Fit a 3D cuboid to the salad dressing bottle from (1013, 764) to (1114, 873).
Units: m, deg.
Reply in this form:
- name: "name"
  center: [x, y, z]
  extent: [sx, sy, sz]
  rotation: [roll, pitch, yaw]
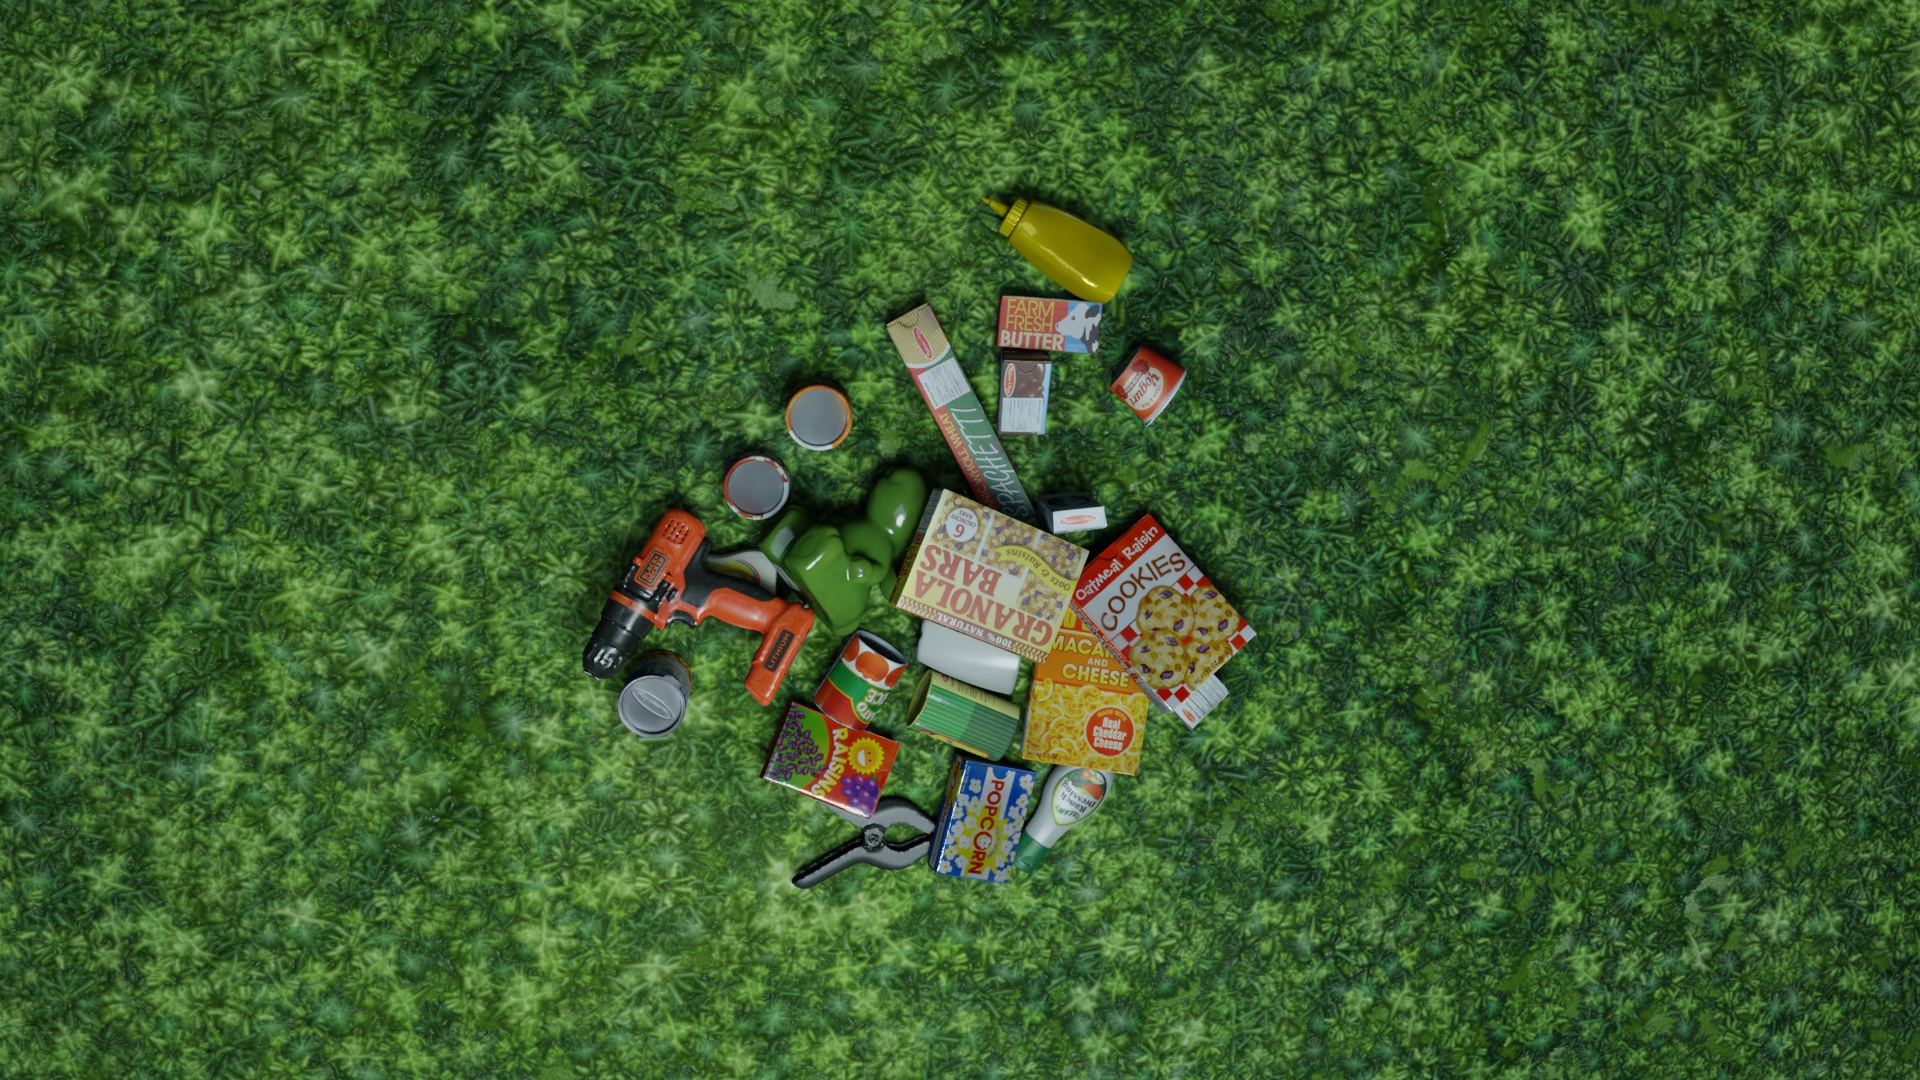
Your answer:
- name: "salad dressing bottle"
  center: [0.106, 0.294, 1.507]
  extent: [0.064, 0.044, 0.147]
  rotation: [34, 98, -12]

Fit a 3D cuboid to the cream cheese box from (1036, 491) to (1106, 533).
- name: "cream cheese box"
  center: [0.110, -0.029, 1.398]
  extent: [0.053, 0.104, 0.024]
  rotation: [-6, 101, -5]

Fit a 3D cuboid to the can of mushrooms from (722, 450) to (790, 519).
- name: "can of mushrooms"
  center: [-0.207, -0.057, 1.396]
  extent: [0.071, 0.033, 0.070]
  rotation: [-1, 105, -5]

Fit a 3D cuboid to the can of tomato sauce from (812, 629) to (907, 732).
- name: "can of tomato sauce"
  center: [-0.102, 0.145, 1.438]
  extent: [0.071, 0.071, 0.083]
  rotation: [31, 99, -12]

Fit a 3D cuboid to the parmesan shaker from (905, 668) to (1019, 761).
- name: "parmesan shaker"
  center: [0.003, 0.185, 1.456]
  extent: [0.103, 0.071, 0.071]
  rotation: [24, 101, -11]

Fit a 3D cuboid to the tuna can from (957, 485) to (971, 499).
- name: "tuna can"
  center: [0.005, -0.018, 1.409]
  extent: [0.033, 0.071, 0.071]
  rotation: [-28, 105, 3]

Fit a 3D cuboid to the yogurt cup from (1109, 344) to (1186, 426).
- name: "yogurt cup"
  center: [0.186, -0.160, 1.394]
  extent: [0.054, 0.072, 0.072]
  rotation: [36, 98, -5]

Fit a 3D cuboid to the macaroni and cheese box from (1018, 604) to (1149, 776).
- name: "macaroni and cheese box"
  center: [0.135, 0.153, 1.457]
  extent: [0.124, 0.040, 0.166]
  rotation: [10, 88, -5]

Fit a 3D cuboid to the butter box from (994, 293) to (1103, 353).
- name: "butter box"
  center: [0.088, -0.217, 1.390]
  extent: [0.103, 0.024, 0.053]
  rotation: [3, 103, -7]

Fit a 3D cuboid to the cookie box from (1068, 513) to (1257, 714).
- name: "cookie box"
  center: [0.201, 0.074, 1.425]
  extent: [0.123, 0.040, 0.167]
  rotation: [-40, 86, -12]

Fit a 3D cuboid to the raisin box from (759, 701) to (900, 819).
- name: "raisin box"
  center: [-0.137, 0.230, 1.455]
  extent: [0.123, 0.040, 0.086]
  rotation: [23, 75, -11]

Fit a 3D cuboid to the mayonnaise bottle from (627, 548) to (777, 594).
- name: "mayonnaise bottle"
  center: [-0.261, 0.039, 1.409]
  extent: [0.148, 0.041, 0.064]
  rotation: [2, 96, -7]

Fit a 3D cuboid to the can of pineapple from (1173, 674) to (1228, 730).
- name: "can of pineapple"
  center: [0.241, 0.157, 1.475]
  extent: [0.058, 0.071, 0.071]
  rotation: [-44, 104, 0]

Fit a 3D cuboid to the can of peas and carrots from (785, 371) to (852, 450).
- name: "can of peas and carrots"
  center: [-0.139, -0.128, 1.372]
  extent: [0.071, 0.059, 0.070]
  rotation: [-1, 104, -6]

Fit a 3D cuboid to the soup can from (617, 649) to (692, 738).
- name: "soup can"
  center: [-0.307, 0.152, 1.411]
  extent: [0.071, 0.084, 0.071]
  rotation: [-1, 104, -5]

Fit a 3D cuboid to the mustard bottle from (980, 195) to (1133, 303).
- name: "mustard bottle"
  center: [0.089, -0.294, 1.356]
  extent: [0.160, 0.048, 0.065]
  rotation: [31, 77, -6]

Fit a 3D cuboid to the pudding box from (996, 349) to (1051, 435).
- name: "pudding box"
  center: [0.063, -0.148, 1.390]
  extent: [0.050, 0.030, 0.083]
  rotation: [0, 122, -5]

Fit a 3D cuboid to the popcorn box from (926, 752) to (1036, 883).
- name: "popcorn box"
  center: [0.022, 0.297, 1.485]
  extent: [0.085, 0.038, 0.126]
  rotation: [14, 92, -20]

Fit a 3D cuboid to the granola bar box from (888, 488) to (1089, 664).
- name: "granola bar box"
  center: [0.028, 0.035, 1.361]
  extent: [0.165, 0.039, 0.124]
  rotation: [23, 86, -19]

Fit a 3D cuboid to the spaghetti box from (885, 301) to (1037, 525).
- name: "spaghetti box"
  center: [0.002, -0.119, 1.403]
  extent: [0.050, 0.029, 0.249]
  rotation: [-27, 105, 2]
